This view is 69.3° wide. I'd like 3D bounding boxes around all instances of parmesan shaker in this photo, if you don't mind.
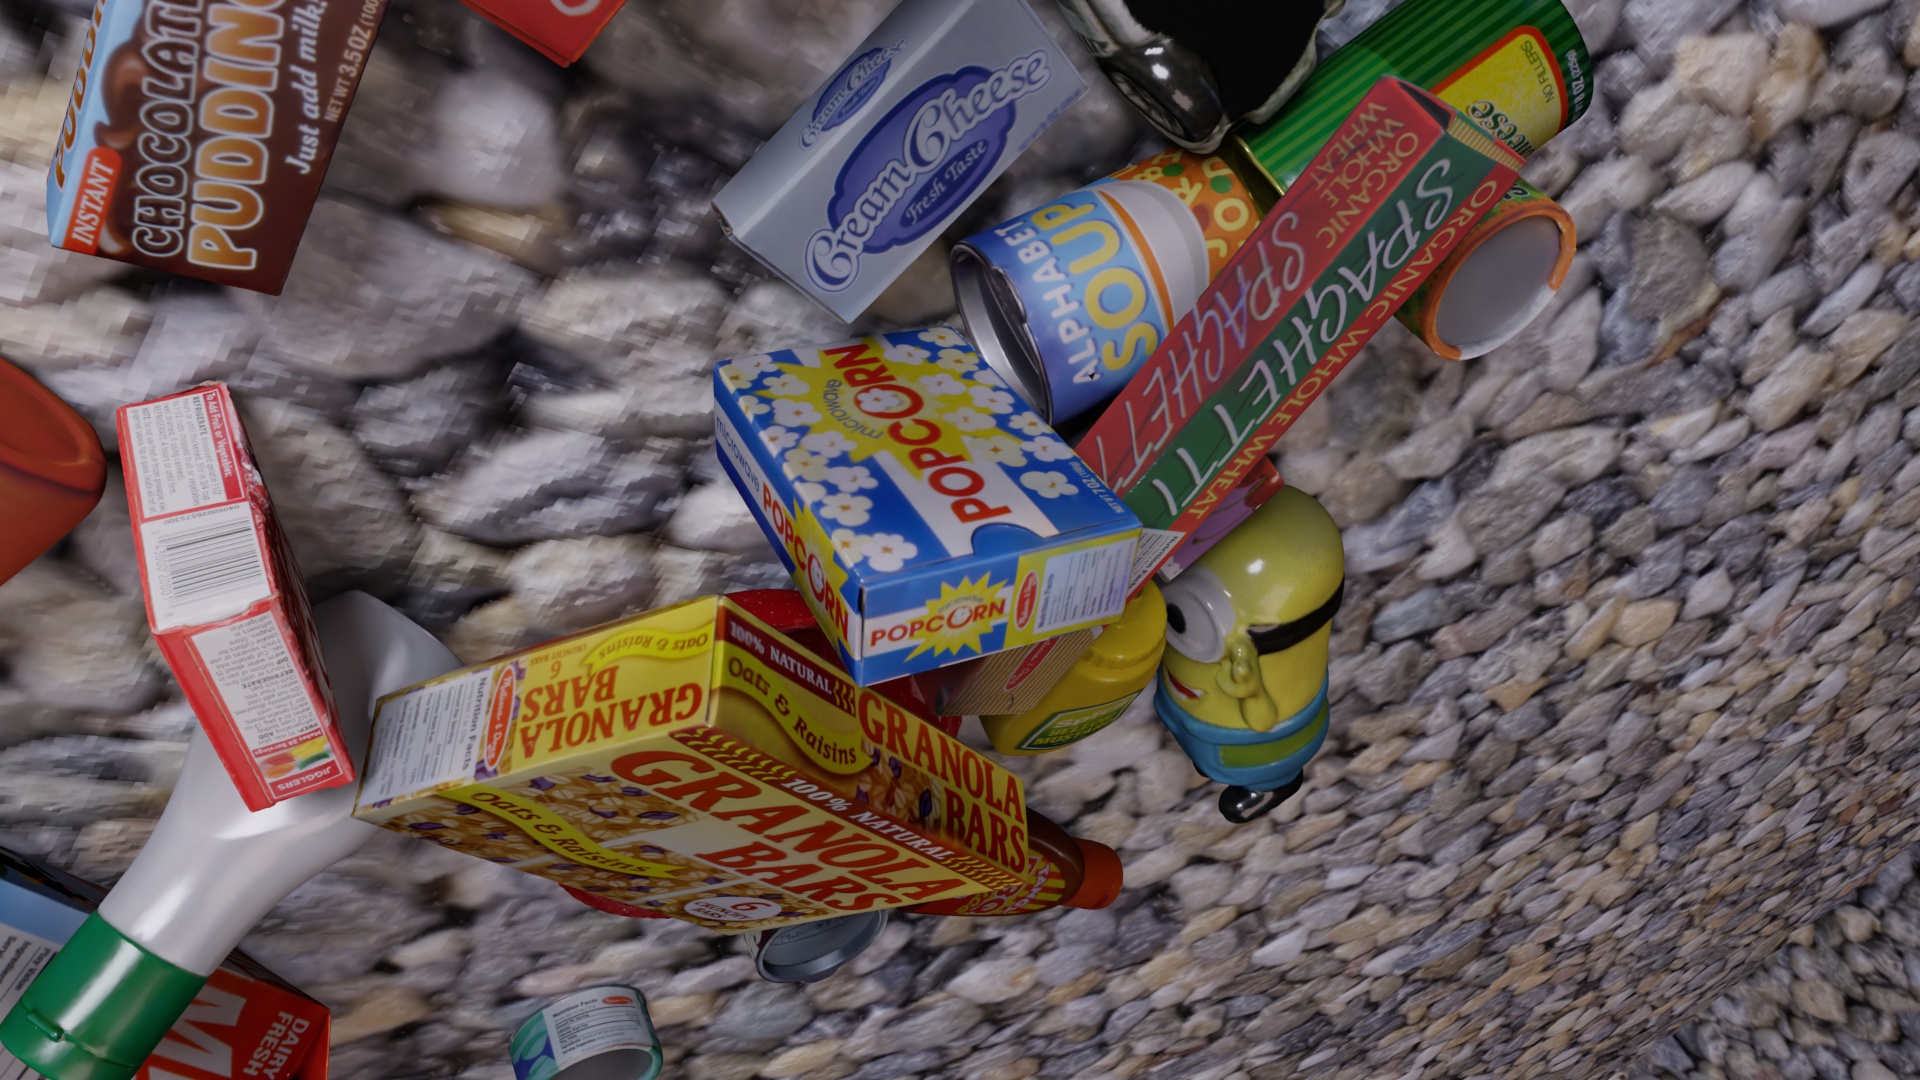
[{"bbox_3d":[0.142,-0.136,0.452,0.103,0.071,0.071,-36,141,4],"label":"parmesan shaker"}]

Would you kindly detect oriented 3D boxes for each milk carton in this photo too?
[{"bbox_3d":[-0.278,0.154,0.441,0.074,0.072,0.190,-61,146,-22],"label":"milk carton"}]

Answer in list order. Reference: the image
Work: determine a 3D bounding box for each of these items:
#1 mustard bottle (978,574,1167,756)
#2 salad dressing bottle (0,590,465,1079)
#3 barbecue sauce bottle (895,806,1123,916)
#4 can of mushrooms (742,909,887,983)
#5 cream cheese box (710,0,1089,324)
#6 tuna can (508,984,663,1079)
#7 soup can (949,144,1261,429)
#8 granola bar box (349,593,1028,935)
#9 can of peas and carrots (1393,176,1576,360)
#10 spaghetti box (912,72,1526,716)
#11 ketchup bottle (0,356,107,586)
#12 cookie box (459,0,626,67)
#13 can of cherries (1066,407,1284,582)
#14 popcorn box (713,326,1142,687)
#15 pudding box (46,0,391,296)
[{"bbox_3d":[0.047,0.044,0.549,0.065,0.049,0.159,-14,161,-16],"label":"mustard bottle"},{"bbox_3d":[-0.208,0.085,0.404,0.148,0.064,0.043,-56,168,-22],"label":"salad dressing bottle"},{"bbox_3d":[0.027,0.163,0.705,0.148,0.044,0.064,22,114,-46],"label":"barbecue sauce bottle"},{"bbox_3d":[-0.072,0.179,0.661,0.071,0.033,0.070,-20,139,-18],"label":"can of mushrooms"},{"bbox_3d":[-0.017,-0.114,0.399,0.103,0.024,0.053,-43,140,11],"label":"cream cheese box"},{"bbox_3d":[-0.177,0.245,0.658,0.071,0.033,0.070,-19,139,-17],"label":"tuna can"},{"bbox_3d":[0.049,-0.082,0.442,0.084,0.071,0.071,-26,141,-9],"label":"soup can"},{"bbox_3d":[-0.072,0.076,0.420,0.124,0.039,0.165,-17,148,25],"label":"granola bar box"},{"bbox_3d":[0.180,-0.110,0.511,0.071,0.059,0.070,-19,139,-18],"label":"can of peas and carrots"},{"bbox_3d":[0.070,-0.032,0.438,0.050,0.029,0.249,6,132,-45],"label":"spaghetti box"},{"bbox_3d":[-0.284,0.012,0.331,0.149,0.044,0.064,-37,140,4],"label":"ketchup bottle"},{"bbox_3d":[-0.073,-0.179,0.237,0.167,0.040,0.123,-36,137,29],"label":"cookie box"},{"bbox_3d":[0.080,-0.026,0.525,0.058,0.072,0.071,-40,141,7],"label":"can of cherries"},{"bbox_3d":[-0.015,-0.017,0.419,0.085,0.127,0.038,-12,129,-24],"label":"popcorn box"},{"bbox_3d":[-0.165,-0.100,0.307,0.050,0.030,0.083,11,124,-40],"label":"pudding box"}]
